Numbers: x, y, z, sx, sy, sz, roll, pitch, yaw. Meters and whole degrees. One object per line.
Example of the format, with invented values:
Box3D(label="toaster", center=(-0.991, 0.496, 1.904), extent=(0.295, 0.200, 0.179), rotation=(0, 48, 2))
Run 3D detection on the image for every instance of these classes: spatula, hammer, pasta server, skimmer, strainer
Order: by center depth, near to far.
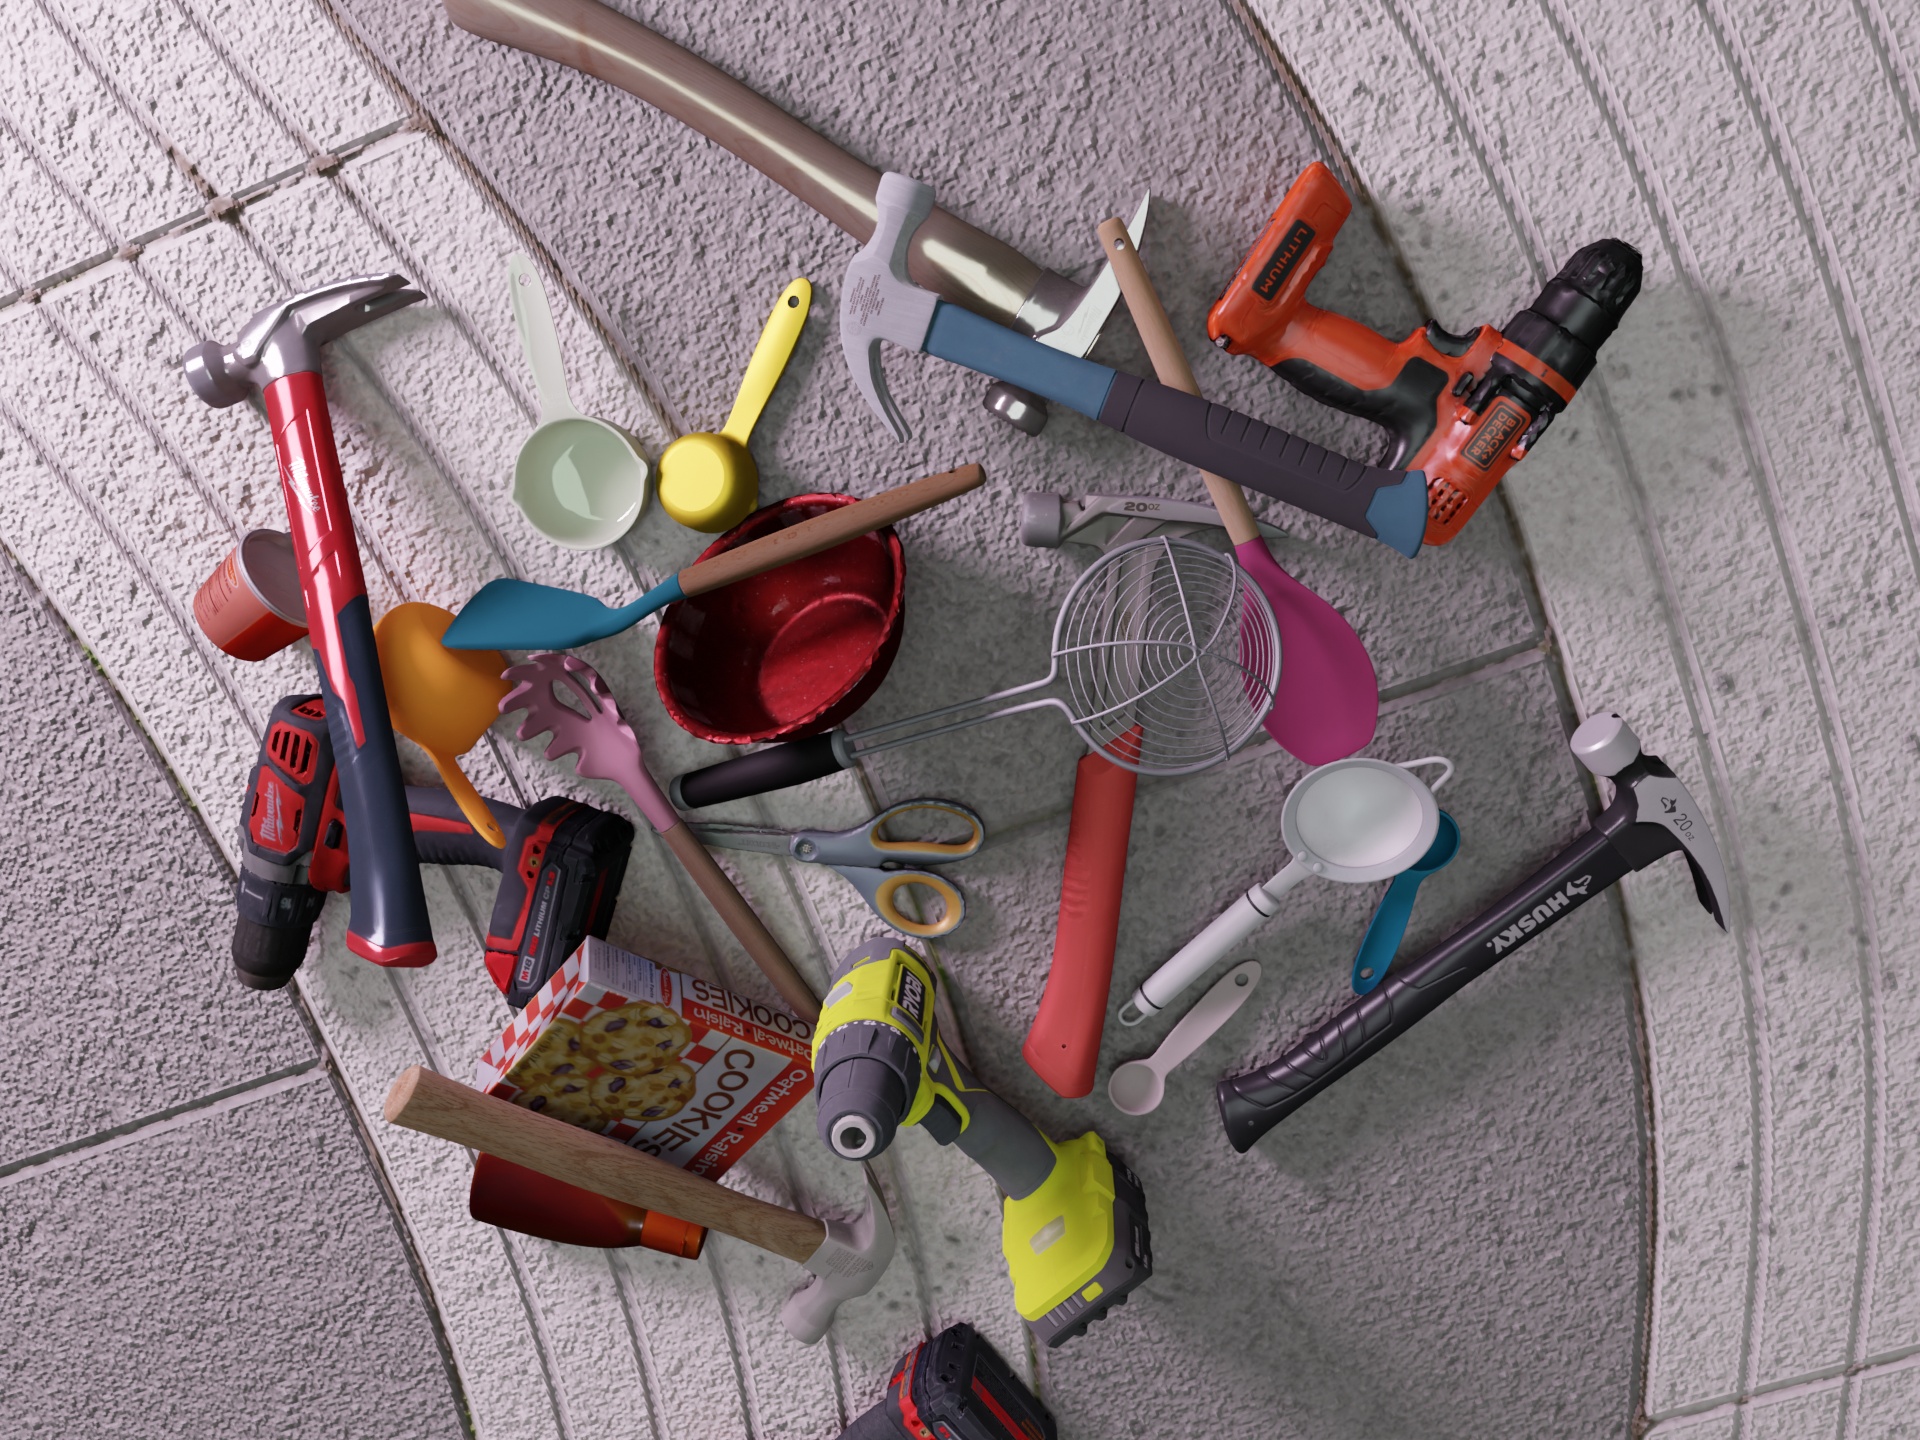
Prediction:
Box3D(label="hammer", center=(0.091, -0.166, 0.832), extent=(0.331, 0.033, 0.128), rotation=(23, 107, 4))
Box3D(label="hammer", center=(-0.325, -0.057, 0.866), extent=(0.143, 0.038, 0.386), rotation=(-19, 76, 10))
Box3D(label="hammer", center=(-0.096, -0.322, 0.866), extent=(0.410, 0.038, 0.146), rotation=(31, 102, -2))
Box3D(label="spatula", center=(-0.136, -0.092, 0.878), extent=(0.317, 0.082, 0.044), rotation=(-18, 117, 18))
Box3D(label="skimmer", center=(-0.001, -0.003, 0.902), extent=(0.363, 0.090, 0.127), rotation=(-15, 94, 27))
Box3D(label="strainer", center=(0.180, 0.097, 0.923), extent=(0.086, 0.050, 0.258), rotation=(38, 113, -15))
Box3D(label="hammer", center=(0.286, 0.149, 0.927), extent=(0.334, 0.035, 0.146), rotation=(-41, 107, 15))
Box3D(label="hammer", center=(0.093, 0.050, 0.930), extent=(0.149, 0.037, 0.359), rotation=(6, 102, 4))
Box3D(label="hammer", center=(-0.178, 0.273, 0.938), extent=(0.331, 0.031, 0.130), rotation=(31, 105, -28))
Box3D(label="pasta server", center=(-0.158, 0.087, 0.942), extent=(0.060, 0.040, 0.316), rotation=(-28, 106, 20))

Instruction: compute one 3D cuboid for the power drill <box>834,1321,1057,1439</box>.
Box3D(label="power drill", center=(-0.050, 0.500, 1.022), extent=(0.219, 0.078, 0.143), rotation=(-37, 97, 14))

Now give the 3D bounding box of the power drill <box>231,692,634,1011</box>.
Box3D(label="power drill", center=(-0.330, 0.102, 0.960), extent=(0.226, 0.080, 0.188), rotation=(19, 103, 4))

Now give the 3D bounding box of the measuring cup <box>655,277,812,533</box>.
Box3D(label="measuring cup", center=(-0.125, -0.180, 0.898), extent=(0.062, 0.029, 0.156), rotation=(29, 100, 15))

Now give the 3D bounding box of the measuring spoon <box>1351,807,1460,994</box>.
Box3D(label="measuring spoon", center=(0.256, 0.105, 0.940), extent=(0.042, 0.021, 0.128), rotation=(15, 112, -3))

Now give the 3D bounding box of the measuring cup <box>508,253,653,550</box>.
Box3D(label="measuring cup", center=(-0.225, -0.181, 0.908), extent=(0.083, 0.038, 0.167), rotation=(-12, 99, 8))

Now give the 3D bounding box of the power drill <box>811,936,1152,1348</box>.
Box3D(label="power drill", center=(0.005, 0.242, 0.904), extent=(0.080, 0.191, 0.228), rotation=(-42, 100, 12))

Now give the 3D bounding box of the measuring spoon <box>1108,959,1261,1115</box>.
Box3D(label="measuring spoon", center=(0.138, 0.190, 0.970), extent=(0.034, 0.018, 0.124), rotation=(43, 96, -5))

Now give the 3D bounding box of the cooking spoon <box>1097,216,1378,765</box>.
Box3D(label="cooking spoon", center=(0.146, -0.121, 0.862), extent=(0.069, 0.017, 0.319), rotation=(-24, 100, 11))

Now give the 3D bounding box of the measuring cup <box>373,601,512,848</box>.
Box3D(label="measuring cup", center=(-0.280, -0.002, 0.898), extent=(0.052, 0.095, 0.174), rotation=(-48, 56, 10))
